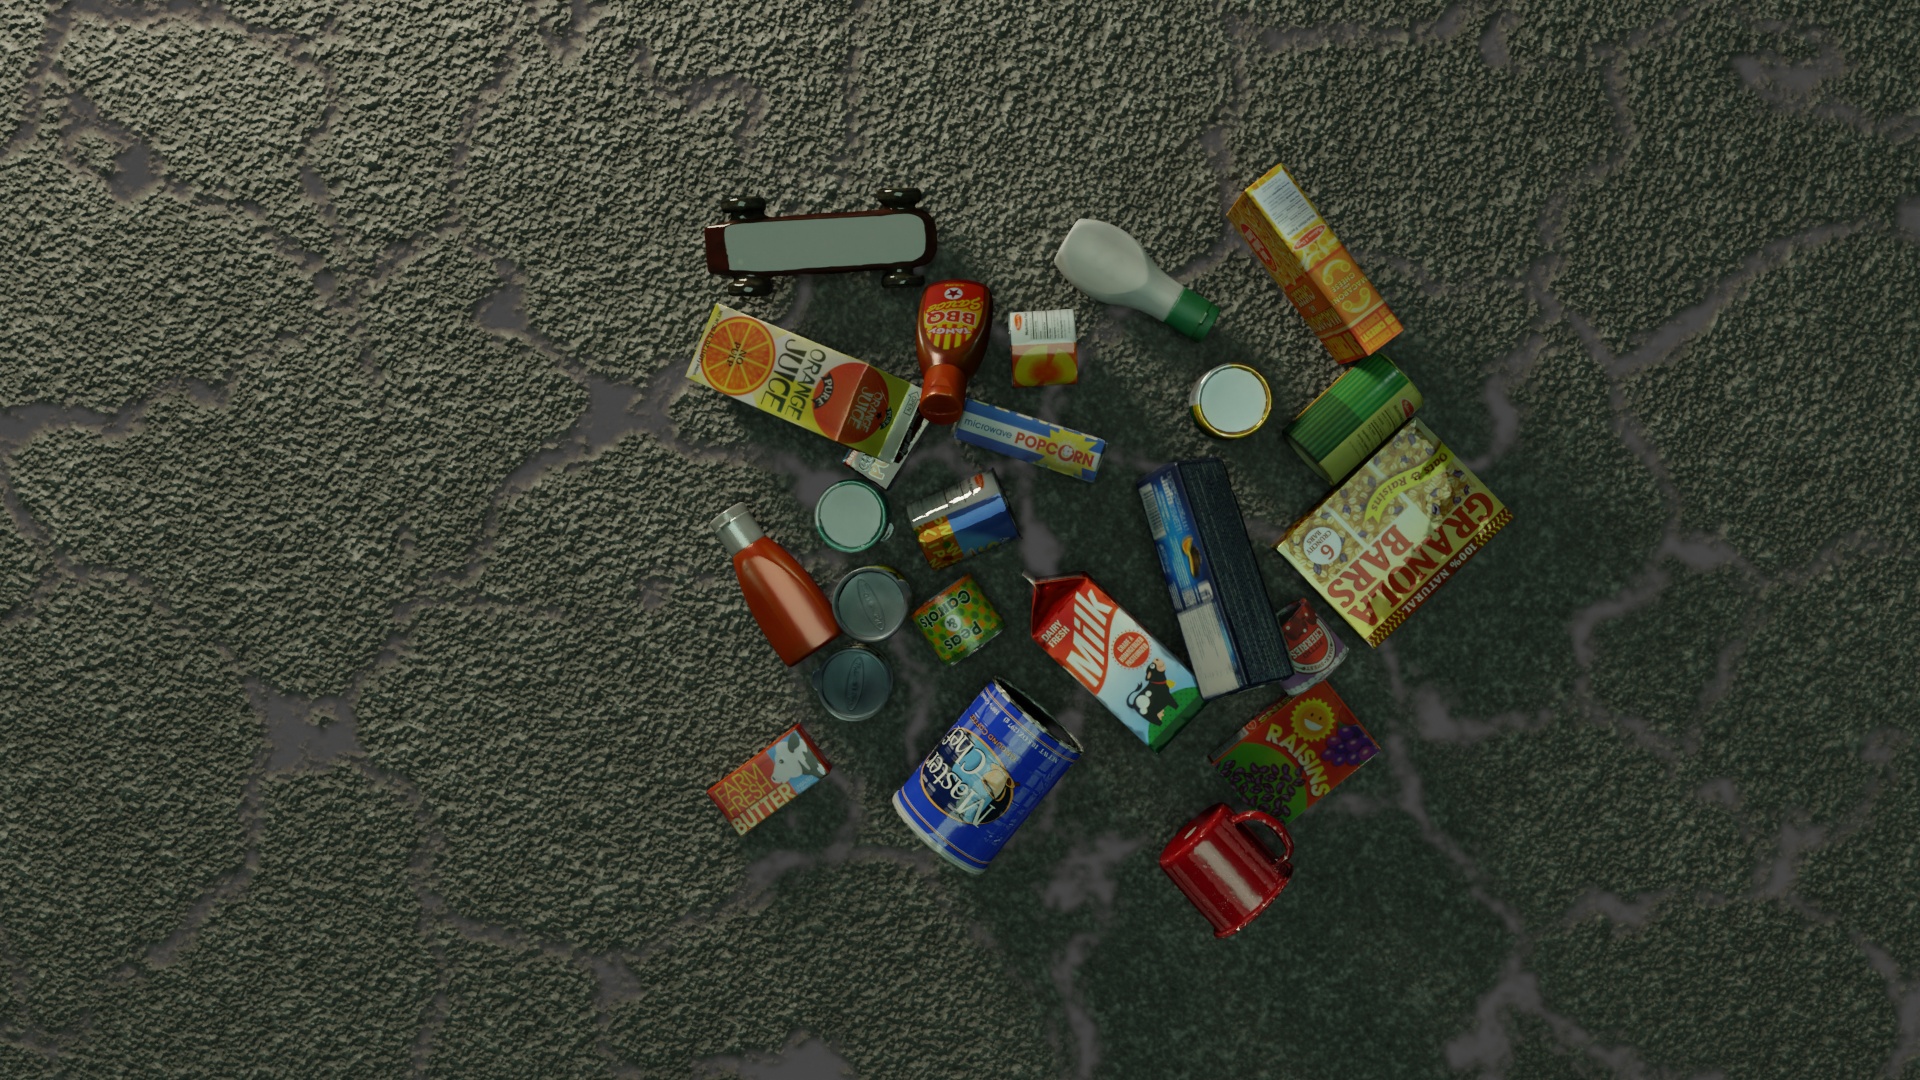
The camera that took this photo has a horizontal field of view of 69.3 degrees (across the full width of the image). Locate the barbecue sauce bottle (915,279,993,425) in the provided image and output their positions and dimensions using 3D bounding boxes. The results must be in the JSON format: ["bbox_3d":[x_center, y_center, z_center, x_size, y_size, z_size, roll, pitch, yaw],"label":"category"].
[{"bbox_3d":[-0.009,-0.160,1.179,0.065,0.043,0.149,1,48,7],"label":"barbecue sauce bottle"}]

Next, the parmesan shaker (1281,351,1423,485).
[{"bbox_3d":[0.335,-0.107,1.195,0.103,0.071,0.071,-43,90,4],"label":"parmesan shaker"}]

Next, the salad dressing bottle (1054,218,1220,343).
[{"bbox_3d":[0.155,-0.224,1.213,0.148,0.044,0.064,31,92,0],"label":"salad dressing bottle"}]

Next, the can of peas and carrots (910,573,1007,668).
[{"bbox_3d":[-0.002,0.070,1.218,0.071,0.071,0.058,-35,90,4],"label":"can of peas and carrots"}]

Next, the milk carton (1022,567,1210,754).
[{"bbox_3d":[0.125,0.091,1.212,0.190,0.072,0.073,43,94,1],"label":"milk carton"}]

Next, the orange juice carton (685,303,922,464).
[{"bbox_3d":[-0.129,-0.132,1.196,0.193,0.073,0.071,23,92,14],"label":"orange juice carton"}]

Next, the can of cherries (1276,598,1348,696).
[{"bbox_3d":[0.293,0.092,1.204,0.071,0.071,0.058,-40,90,4],"label":"can of cherries"}]

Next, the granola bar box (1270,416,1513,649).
[{"bbox_3d":[0.375,-0.007,1.212,0.165,0.039,0.124,-44,89,4],"label":"granola bar box"}]

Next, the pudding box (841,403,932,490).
[{"bbox_3d":[-0.063,-0.092,1.235,0.050,0.030,0.083,33,94,3],"label":"pudding box"}]

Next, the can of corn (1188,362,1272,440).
[{"bbox_3d":[0.236,-0.119,1.205,0.071,0.058,0.071,0,93,3],"label":"can of corn"}]

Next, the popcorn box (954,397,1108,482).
[{"bbox_3d":[0.060,-0.088,1.202,0.127,0.085,0.038,18,95,2],"label":"popcorn box"}]

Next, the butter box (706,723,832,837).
[{"bbox_3d":[-0.173,0.217,1.256,0.103,0.024,0.053,-36,91,4],"label":"butter box"}]

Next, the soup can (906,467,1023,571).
[{"bbox_3d":[0.004,-0.015,1.218,0.084,0.071,0.071,-23,91,4],"label":"soup can"}]

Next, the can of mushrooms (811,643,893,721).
[{"bbox_3d":[-0.096,0.126,1.244,0.071,0.033,0.071,0,93,3],"label":"can of mushrooms"}]

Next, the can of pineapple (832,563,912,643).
[{"bbox_3d":[-0.075,0.054,1.228,0.071,0.058,0.071,0,93,3],"label":"can of pineapple"}]

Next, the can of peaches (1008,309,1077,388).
[{"bbox_3d":[0.072,-0.166,1.210,0.058,0.071,0.071,-3,92,3],"label":"can of peaches"}]

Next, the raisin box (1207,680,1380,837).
[{"bbox_3d":[0.293,0.187,1.224,0.123,0.040,0.086,-39,89,3],"label":"raisin box"}]

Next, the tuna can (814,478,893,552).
[{"bbox_3d":[-0.094,-0.021,1.238,0.071,0.033,0.071,0,92,3],"label":"tuna can"}]

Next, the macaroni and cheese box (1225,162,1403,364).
[{"bbox_3d":[0.295,-0.228,1.165,0.040,0.124,0.166,-37,91,5],"label":"macaroni and cheese box"}]

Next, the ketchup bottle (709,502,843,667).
[{"bbox_3d":[-0.168,0.036,1.239,0.064,0.043,0.149,-34,90,14],"label":"ketchup bottle"}]
